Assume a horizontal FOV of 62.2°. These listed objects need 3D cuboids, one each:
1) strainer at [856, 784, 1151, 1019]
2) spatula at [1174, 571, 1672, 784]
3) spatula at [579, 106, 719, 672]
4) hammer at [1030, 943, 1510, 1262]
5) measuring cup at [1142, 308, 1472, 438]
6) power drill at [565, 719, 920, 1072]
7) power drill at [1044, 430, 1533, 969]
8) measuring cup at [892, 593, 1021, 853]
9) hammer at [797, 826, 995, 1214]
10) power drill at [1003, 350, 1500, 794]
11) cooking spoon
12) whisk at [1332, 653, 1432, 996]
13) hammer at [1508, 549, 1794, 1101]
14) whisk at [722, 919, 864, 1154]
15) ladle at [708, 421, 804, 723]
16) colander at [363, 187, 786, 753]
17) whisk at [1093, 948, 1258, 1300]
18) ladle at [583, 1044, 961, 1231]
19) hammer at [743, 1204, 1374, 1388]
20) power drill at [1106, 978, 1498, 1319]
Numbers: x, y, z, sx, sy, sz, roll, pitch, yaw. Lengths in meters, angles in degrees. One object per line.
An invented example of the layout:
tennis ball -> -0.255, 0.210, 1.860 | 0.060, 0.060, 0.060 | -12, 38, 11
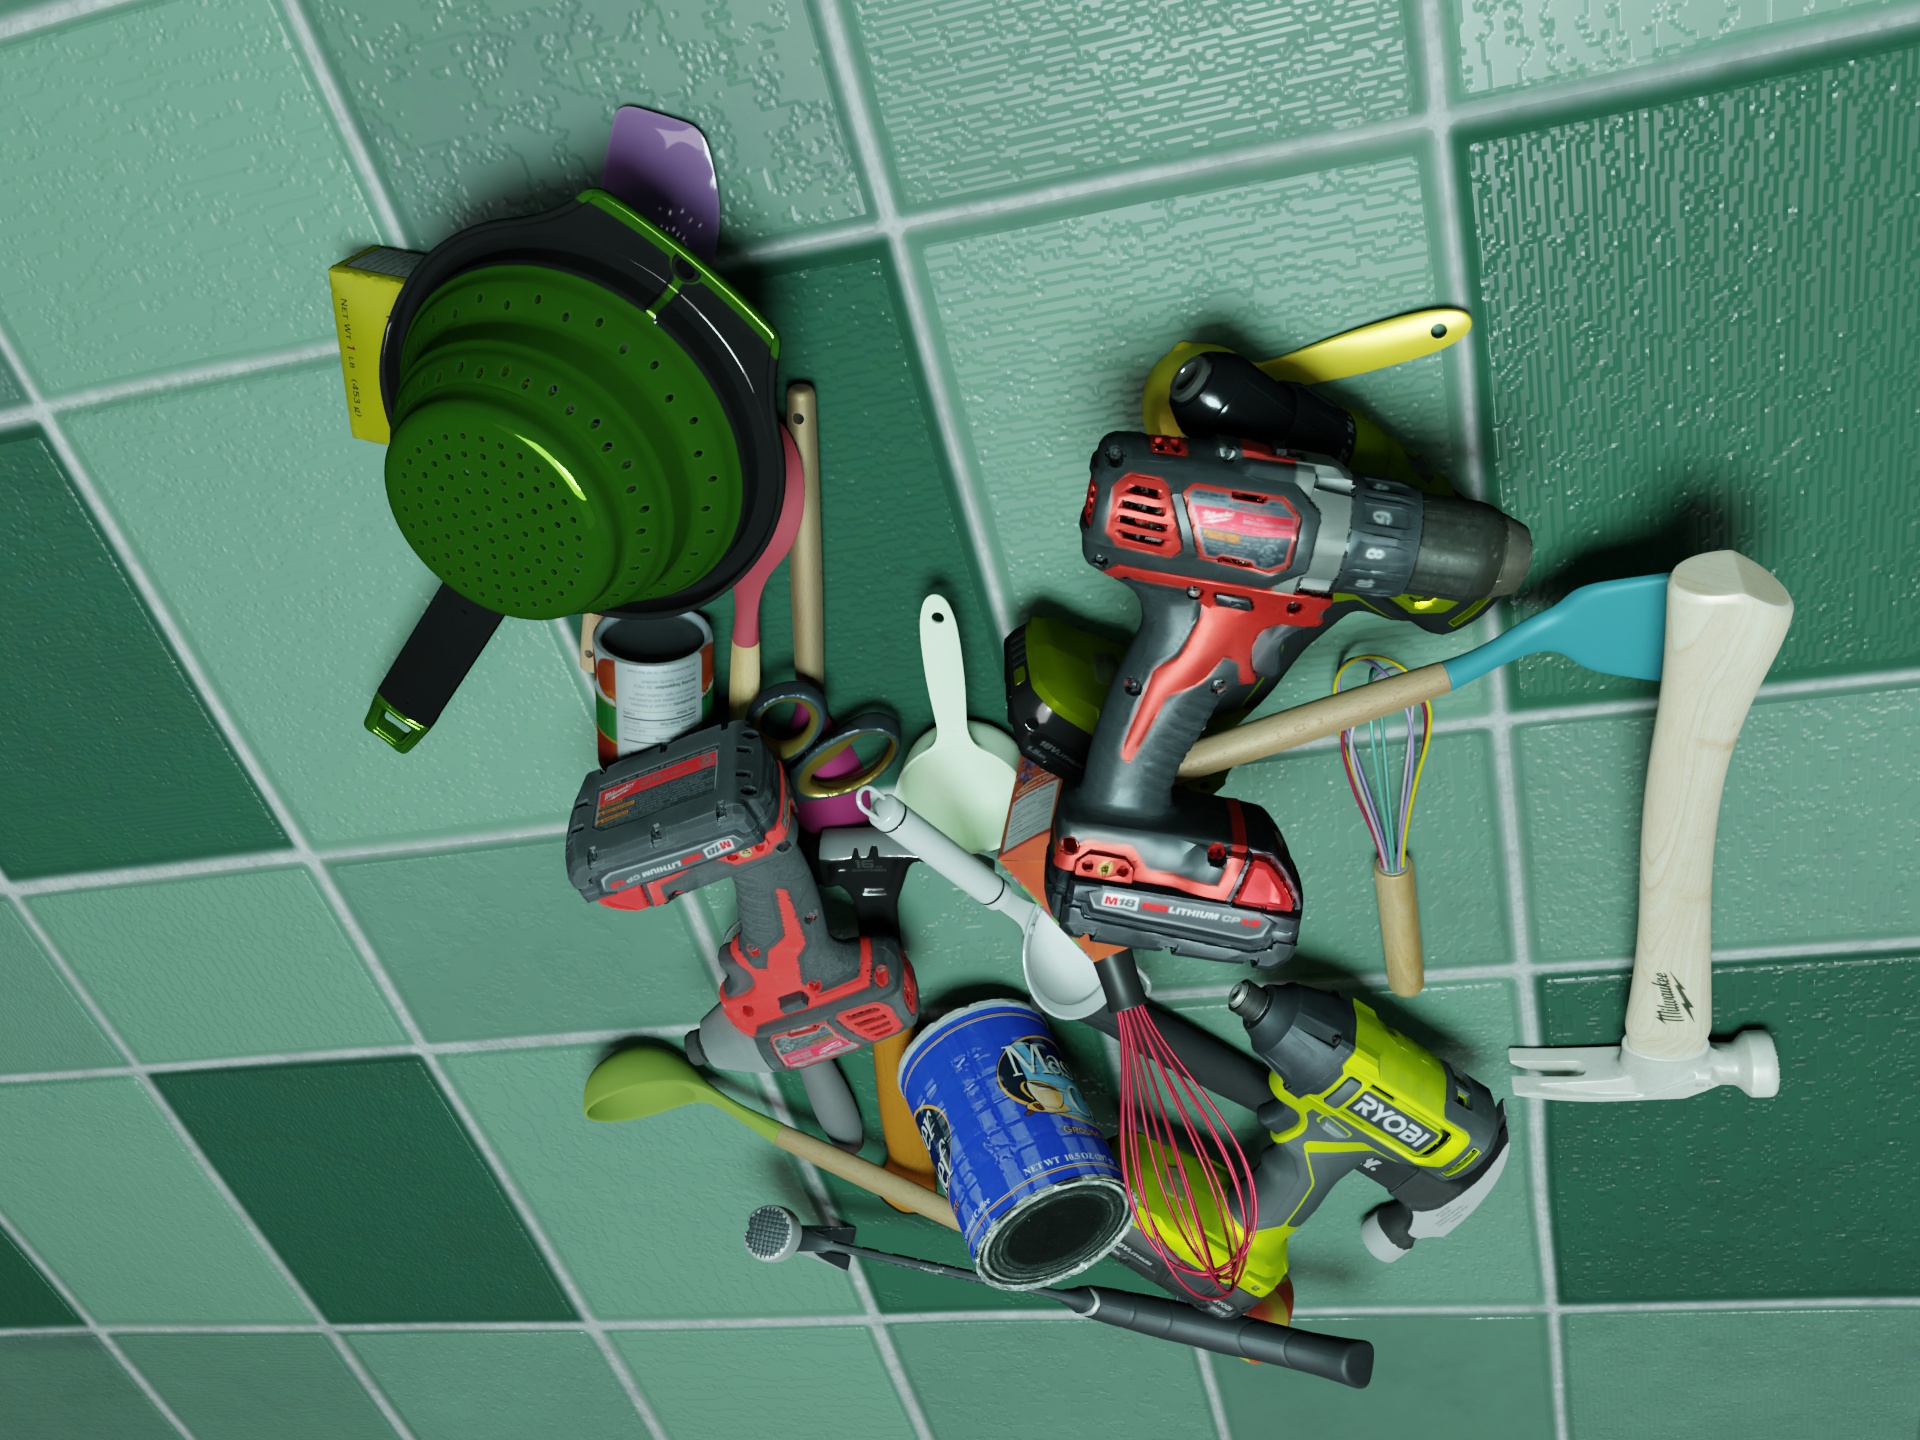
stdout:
strainer -> 0.023, 0.099, 0.900 | 0.050, 0.087, 0.258 | 6, 154, 45
spatula -> 0.209, -0.006, 0.753 | 0.317, 0.044, 0.082 | -19, 137, 5
spatula -> -0.171, -0.153, 0.820 | 0.060, 0.018, 0.315 | 18, 125, 1
hammer -> 0.189, 0.230, 1.006 | 0.334, 0.035, 0.146 | 30, 125, -10
measuring cup -> 0.159, -0.159, 0.742 | 0.156, 0.029, 0.062 | -13, 121, 22
power drill -> -0.125, 0.116, 0.896 | 0.143, 0.079, 0.219 | -20, 127, 9
power drill -> 0.134, -0.009, 0.701 | 0.188, 0.080, 0.226 | 9, 112, 0
measuring cup -> -0.001, -0.003, 0.880 | 0.083, 0.038, 0.167 | -1, 122, 12
hammer -> -0.034, 0.204, 1.027 | 0.127, 0.034, 0.336 | -1, 126, 3
power drill -> 0.124, -0.061, 0.774 | 0.190, 0.080, 0.228 | 29, 125, -26
cooking spoon -> -0.085, -0.037, 0.883 | 0.069, 0.017, 0.318 | 7, 126, 6
whisk -> 0.240, 0.065, 0.877 | 0.047, 0.051, 0.244 | -9, 125, 10
hammer -> 0.357, 0.078, 0.815 | 0.146, 0.038, 0.410 | -5, 135, 15
whisk -> -0.102, 0.209, 1.041 | 0.055, 0.055, 0.238 | -6, 127, 15
ladle -> -0.121, -0.025, 0.889 | 0.069, 0.031, 0.315 | 35, 137, 29
colander -> -0.236, -0.071, 0.777 | 0.204, 0.095, 0.397 | 38, 131, -11
whisk -> 0.101, 0.180, 0.899 | 0.073, 0.073, 0.296 | -20, 84, 23
ladle -> -0.103, 0.300, 1.067 | 0.320, 0.062, 0.078 | 23, 152, 7
hammer -> 0.066, 0.385, 1.062 | 0.409, 0.036, 0.149 | 7, 161, 16
power drill -> 0.183, 0.254, 0.958 | 0.171, 0.080, 0.223 | 32, 122, -10
